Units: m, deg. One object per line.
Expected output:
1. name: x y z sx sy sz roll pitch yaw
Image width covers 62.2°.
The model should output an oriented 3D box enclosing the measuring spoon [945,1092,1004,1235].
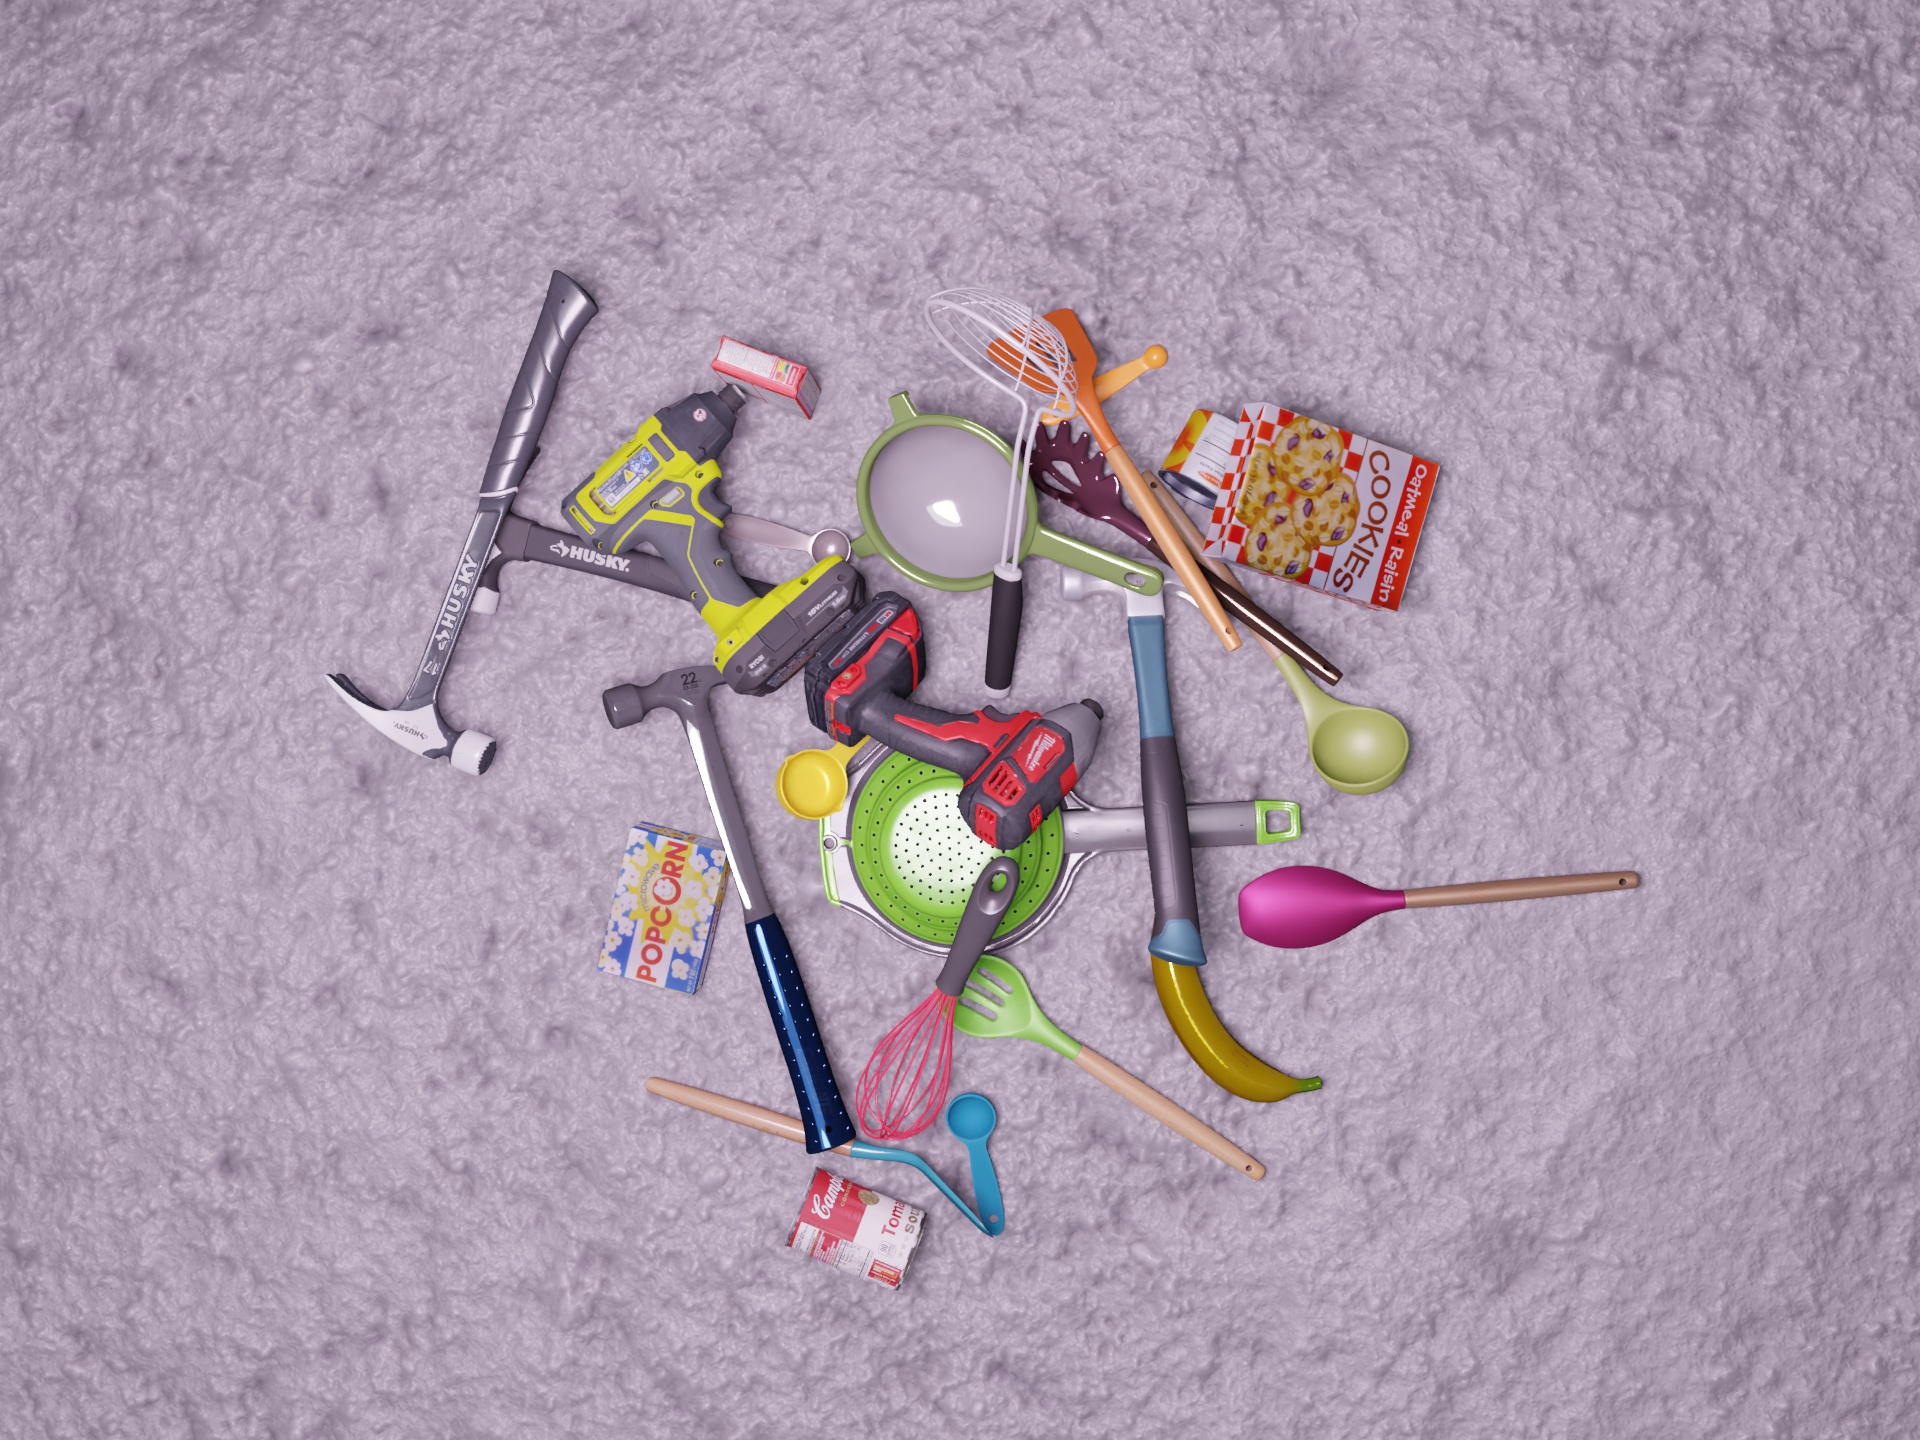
1. measuring spoon: 0.018 0.369 1.332 0.042 0.021 0.128 -11 100 5

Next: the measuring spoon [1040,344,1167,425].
1. measuring spoon: 0.117 -0.274 1.302 0.117 0.011 0.021 -29 90 5

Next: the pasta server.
1. pasta server: 0.174 -0.130 1.266 0.316 0.040 0.060 39 76 13

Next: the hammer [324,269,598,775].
1. hammer: -0.388 -0.169 1.298 0.149 0.036 0.409 22 94 4

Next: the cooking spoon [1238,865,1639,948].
1. cooking spoon: 0.387 0.143 1.293 0.319 0.017 0.069 -6 92 5

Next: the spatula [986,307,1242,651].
1. spatula: 0.132 -0.191 1.260 0.081 0.041 0.323 -29 81 -9

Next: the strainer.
1. strainer: 0.046 -0.164 1.271 0.256 0.069 0.151 22 125 5

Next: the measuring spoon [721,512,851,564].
1. measuring spoon: -0.149 -0.153 1.328 0.124 0.018 0.034 15 93 10

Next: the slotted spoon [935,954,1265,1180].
1. slotted spoon: 0.117 0.291 1.315 0.314 0.031 0.070 33 95 1

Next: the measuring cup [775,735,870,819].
1. measuring cup: -0.093 0.018 1.304 0.062 0.029 0.156 45 65 -12

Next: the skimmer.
1. skimmer: 0.021 -0.151 1.183 0.127 0.090 0.363 33 137 30

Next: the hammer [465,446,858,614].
1. hammer: -0.244 -0.126 1.323 0.335 0.035 0.146 14 94 4

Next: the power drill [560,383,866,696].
1. power drill: -0.185 -0.145 1.265 0.171 0.080 0.223 -42 85 1

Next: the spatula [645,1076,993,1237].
1. spatula: -0.118 0.358 1.322 0.317 0.082 0.044 16 71 8

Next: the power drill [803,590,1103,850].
1. power drill: -0.002 -0.004 1.233 0.220 0.078 0.143 31 59 23

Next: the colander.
1. colander: 0.076 0.093 1.276 0.397 0.094 0.204 -3 92 5

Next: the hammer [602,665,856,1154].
1. hammer: -0.161 0.149 1.292 0.144 0.035 0.405 -18 89 -20

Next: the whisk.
1. whisk: -0.015 0.225 1.260 0.073 0.073 0.295 25 117 3

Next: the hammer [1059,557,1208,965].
1. hammer: 0.155 0.028 1.252 0.128 0.033 0.331 -3 73 -1

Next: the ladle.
1. ladle: 0.245 -0.075 1.279 0.078 0.062 0.320 -36 86 -9
